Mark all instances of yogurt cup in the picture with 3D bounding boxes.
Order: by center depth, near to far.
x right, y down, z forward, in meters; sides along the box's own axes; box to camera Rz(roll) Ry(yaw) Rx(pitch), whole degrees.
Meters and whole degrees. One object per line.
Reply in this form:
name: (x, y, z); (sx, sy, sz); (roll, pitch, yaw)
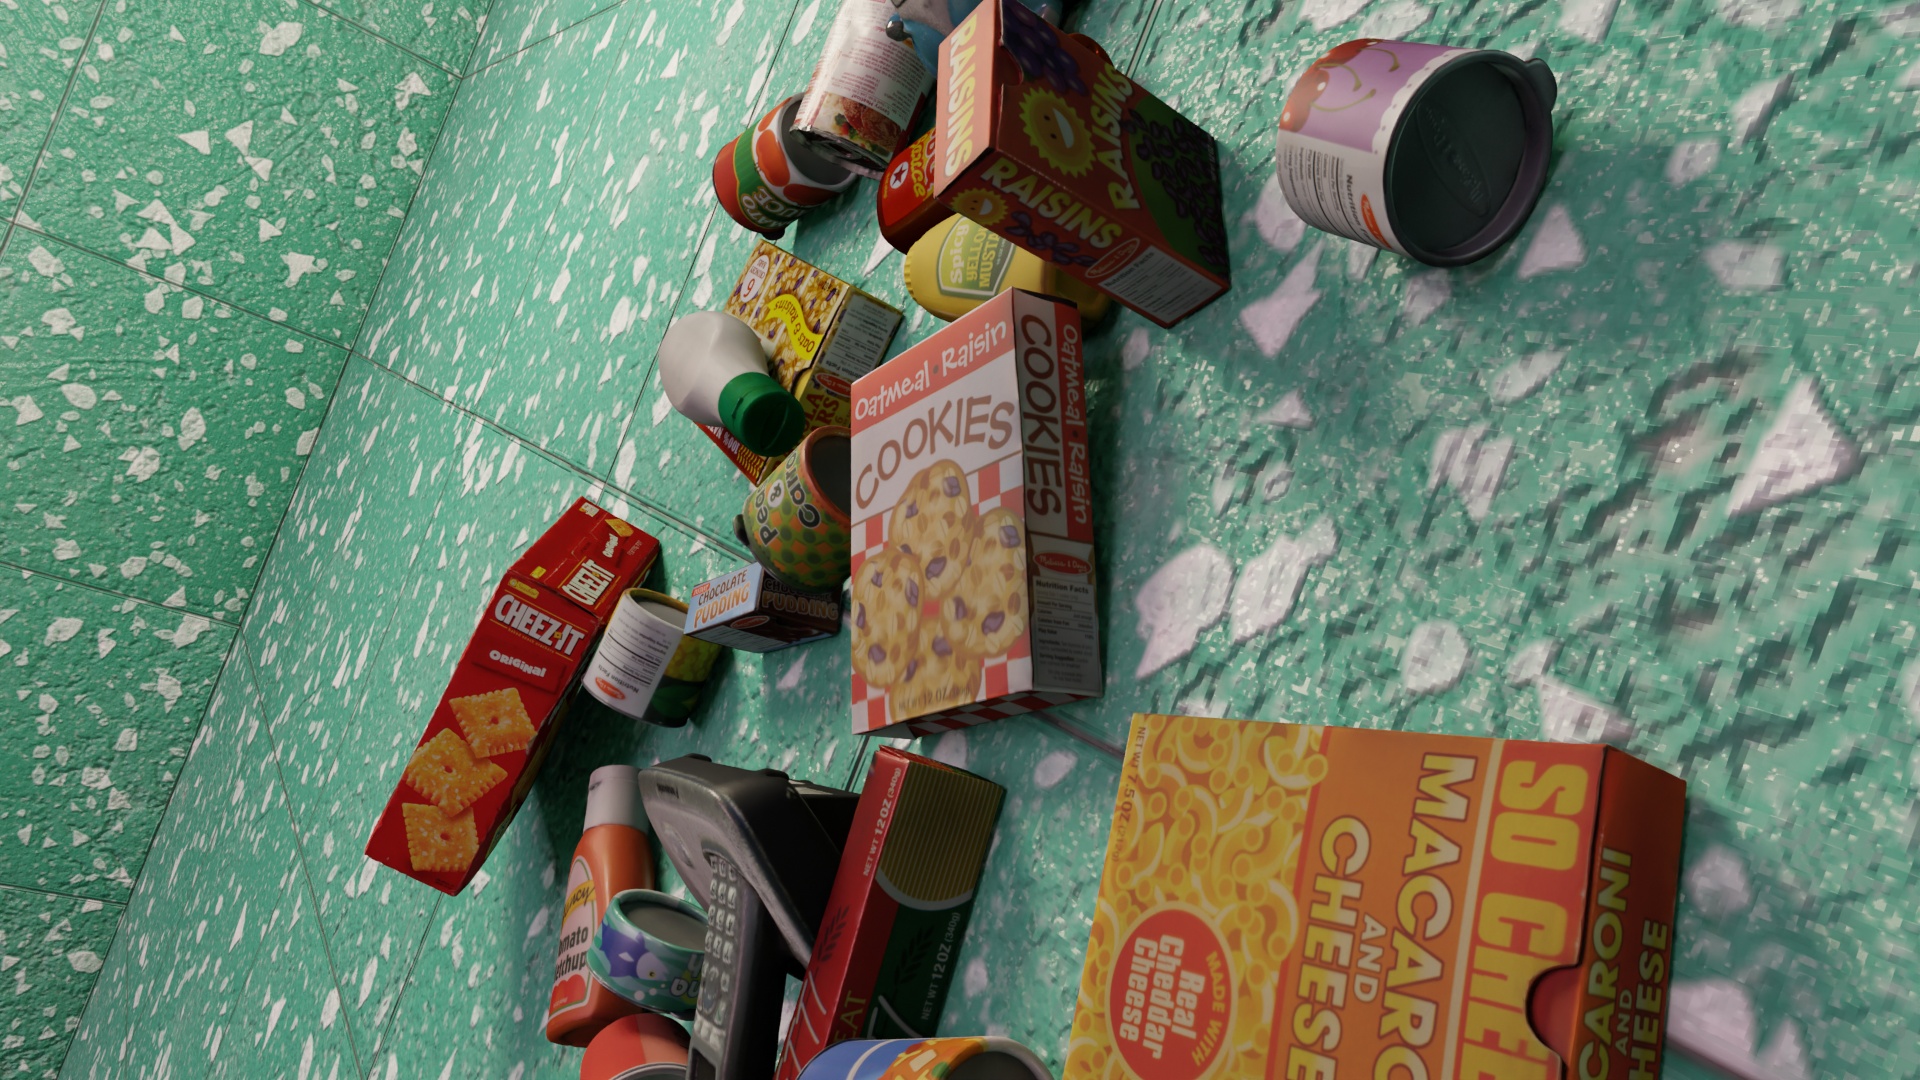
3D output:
yogurt cup: (-0.148, 0.261, 0.652); (0.072, 0.072, 0.054); (-64, 24, 6)

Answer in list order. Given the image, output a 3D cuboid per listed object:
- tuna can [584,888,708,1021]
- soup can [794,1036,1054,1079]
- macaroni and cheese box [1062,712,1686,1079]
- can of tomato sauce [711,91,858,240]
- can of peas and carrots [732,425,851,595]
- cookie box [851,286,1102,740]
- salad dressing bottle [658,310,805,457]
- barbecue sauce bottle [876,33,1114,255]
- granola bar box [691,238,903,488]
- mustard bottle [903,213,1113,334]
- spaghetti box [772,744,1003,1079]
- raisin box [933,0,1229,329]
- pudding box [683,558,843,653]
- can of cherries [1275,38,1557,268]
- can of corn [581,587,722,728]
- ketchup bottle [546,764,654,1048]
tuna can: (-0.145, 0.202, 0.680); (0.071, 0.071, 0.033); (28, 94, 58)
soup can: (-0.015, 0.209, 0.481); (0.083, 0.071, 0.071); (-25, 52, 47)
macaroni and cheese box: (0.105, 0.116, 0.388); (0.166, 0.040, 0.124); (-6, 67, 55)
can of tomato sauce: (-0.111, -0.241, 0.897); (0.083, 0.071, 0.071); (-14, 60, 51)
can of peas and carrots: (-0.068, -0.016, 0.693); (0.058, 0.071, 0.071); (-41, 41, 35)
cookie box: (0.002, -0.007, 0.592); (0.122, 0.040, 0.168); (-22, 63, 49)
salad dressing bottle: (-0.128, -0.086, 0.774); (0.064, 0.044, 0.148); (-63, 33, 9)
barbecue sauce bottle: (0.016, -0.201, 0.706); (0.148, 0.043, 0.065); (-25, 50, 46)
granola bar box: (-0.108, -0.106, 0.835); (0.124, 0.039, 0.166); (-63, 32, 7)
mustard bottle: (0.013, -0.128, 0.662); (0.160, 0.049, 0.065); (11, 84, 57)
spaghetti box: (-0.044, 0.208, 0.542); (0.028, 0.050, 0.250); (5, 75, 57)
raisin box: (0.049, -0.149, 0.552); (0.040, 0.123, 0.086); (-31, 47, 44)
pudding box: (-0.104, 0.037, 0.734); (0.083, 0.049, 0.030); (-18, 59, 51)
can of cherries: (0.148, -0.129, 0.452); (0.071, 0.071, 0.058); (-62, 32, 9)
can of corn: (-0.176, 0.067, 0.809); (0.071, 0.071, 0.058); (35, 100, 57)
ketchup bottle: (-0.196, 0.201, 0.776); (0.064, 0.043, 0.149); (-36, 43, 40)
